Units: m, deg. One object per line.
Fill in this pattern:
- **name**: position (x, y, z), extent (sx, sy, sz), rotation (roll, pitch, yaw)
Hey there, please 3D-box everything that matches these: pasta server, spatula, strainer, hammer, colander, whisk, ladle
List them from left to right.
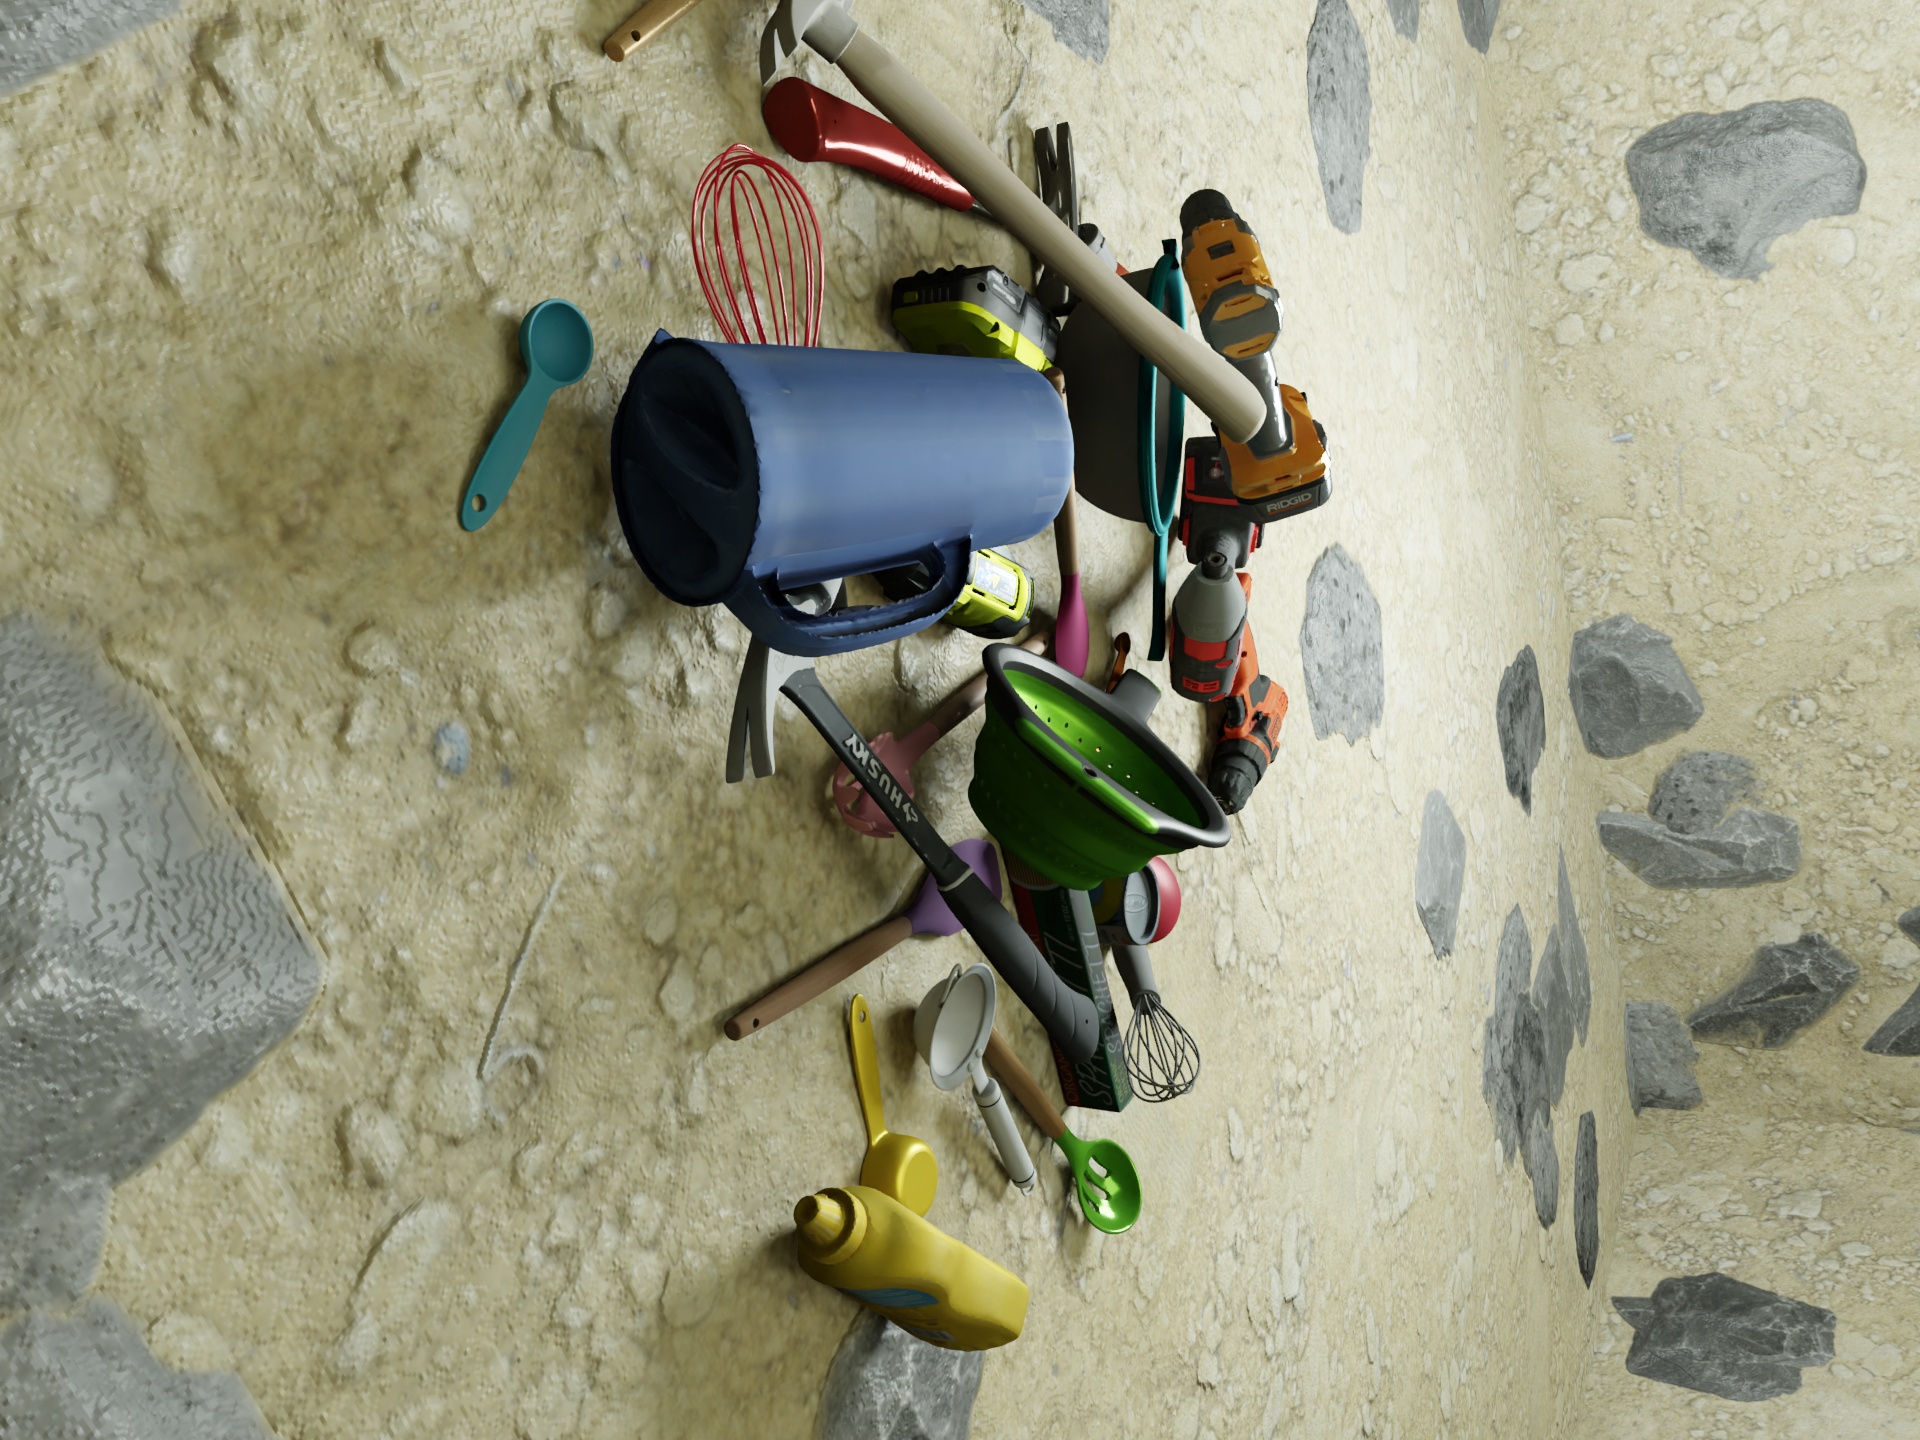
- **ladle**: position (-0.121, -0.465, 0.937), extent (0.078, 0.062, 0.320), rotation (56, 50, -31)
- **whisk**: position (-0.100, -0.182, 0.928), extent (0.073, 0.073, 0.295), rotation (-40, 127, -52)
- **spatula**: position (-0.050, 0.137, 1.016), extent (0.316, 0.018, 0.059), rotation (-24, 107, -58)
- **hammer**: position (-0.012, 0.089, 0.974), extent (0.408, 0.036, 0.149), rotation (54, 38, -35)
- **hammer**: position (-0.011, -0.385, 1.100), extent (0.359, 0.037, 0.149), rotation (-4, 91, -59)
- **pasta server**: position (-0.002, -0.003, 1.087), extent (0.316, 0.040, 0.060), rotation (-40, 113, -53)
- **strainer**: position (0.013, 0.251, 1.091), extent (0.087, 0.050, 0.258), rotation (-53, 137, -36)
- **hammer**: position (0.047, -0.309, 1.009), extent (0.410, 0.038, 0.146), rotation (37, 38, -22)
- **colander**: position (0.090, 0.031, 1.138), extent (0.094, 0.204, 0.397), rotation (-53, 177, 16)
- **ladle**: position (0.122, 0.070, 1.293), extent (0.315, 0.031, 0.069), rotation (60, 40, -34)
- **strainer**: position (0.121, -0.197, 1.262), extent (0.211, 0.095, 0.340), rotation (-67, 158, -54)
- **whisk**: position (0.138, 0.215, 1.206), extent (0.239, 0.055, 0.055), rotation (-98, 172, -70)

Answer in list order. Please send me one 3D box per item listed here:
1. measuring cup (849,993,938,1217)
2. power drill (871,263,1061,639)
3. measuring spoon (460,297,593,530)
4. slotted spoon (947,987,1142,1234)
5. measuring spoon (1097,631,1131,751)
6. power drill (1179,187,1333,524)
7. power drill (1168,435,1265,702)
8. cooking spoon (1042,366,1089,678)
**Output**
- **measuring cup**: position (-0.044, 0.246, 1.005), extent (0.062, 0.029, 0.156), rotation (-29, 114, -55)
- **power drill**: position (-0.002, -0.180, 1.065), extent (0.171, 0.080, 0.223), rotation (20, 74, -57)
- **measuring spoon**: position (-0.218, -0.148, 0.774), extent (0.042, 0.021, 0.129), rotation (43, 62, -50)
- **slotted spoon**: position (0.061, 0.288, 1.178), extent (0.313, 0.031, 0.070), rotation (56, 43, -37)
- **measuring spoon**: position (0.122, -0.022, 1.316), extent (0.021, 0.011, 0.117), rotation (46, 54, -48)
- **power drill**: position (0.222, -0.291, 1.246), extent (0.186, 0.084, 0.226), rotation (-95, 164, -45)
- **power drill**: position (0.217, -0.137, 1.348), extent (0.143, 0.078, 0.220), rotation (86, 14, -48)
- **cooking spoon**: position (0.078, -0.128, 1.153), extent (0.318, 0.017, 0.069), rotation (79, 27, -51)
